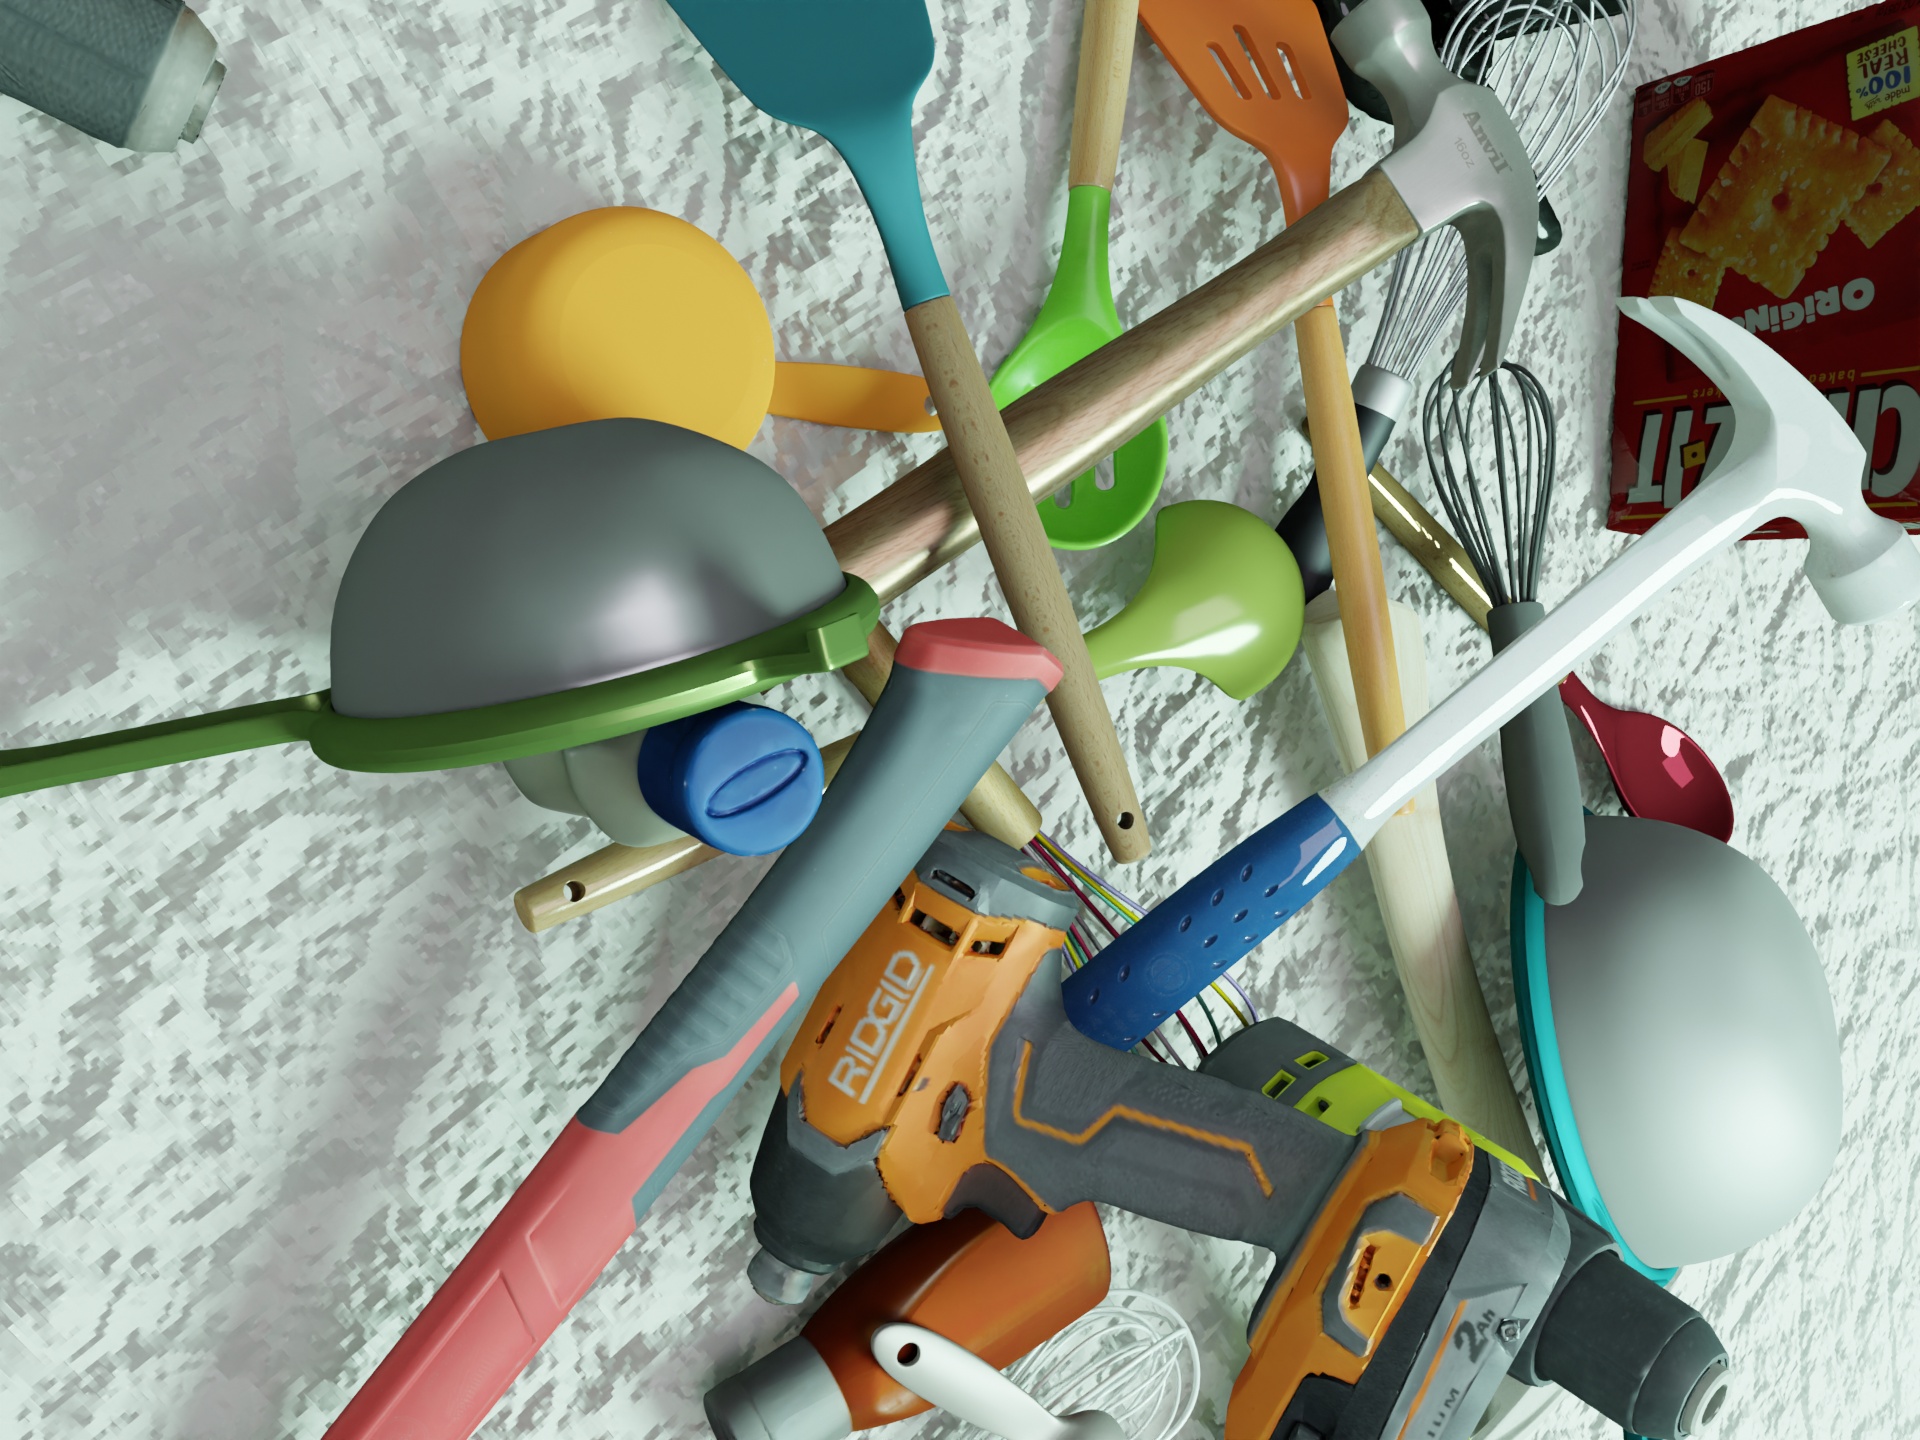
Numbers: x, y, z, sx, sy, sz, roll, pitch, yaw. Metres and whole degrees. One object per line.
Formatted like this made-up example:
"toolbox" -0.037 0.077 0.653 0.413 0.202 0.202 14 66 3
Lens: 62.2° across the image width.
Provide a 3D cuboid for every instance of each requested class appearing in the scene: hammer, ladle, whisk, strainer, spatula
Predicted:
"hammer" 0.135 0.023 0.546 0.405 0.035 0.144 -39 105 3
"hammer" 0.059 -0.112 0.536 0.331 0.031 0.130 -35 93 -9
"ladle" 0.254 -0.034 0.713 0.315 0.031 0.069 38 53 -26
"whisk" 0.227 -0.044 0.648 0.055 0.055 0.239 3 76 -31
"hammer" -0.090 0.136 0.460 0.143 0.038 0.386 39 89 -28
"strainer" -0.151 -0.031 0.410 0.256 0.151 0.069 -12 104 -5
"whisk" 0.031 0.059 0.581 0.244 0.047 0.051 51 58 -20
"spatula" -0.001 -0.104 0.500 0.082 0.044 0.317 -21 95 -11
"ladle" -0.001 -0.002 0.528 0.320 0.062 0.078 -24 93 -31
"whisk" -0.013 0.286 0.569 0.246 0.057 0.059 -28 73 -22
"hammer" 0.206 0.137 0.677 0.146 0.038 0.410 -32 114 -24
"whisk" 0.176 -0.156 0.614 0.070 0.070 0.284 18 101 -31
"spatula" 0.130 -0.124 0.587 0.081 0.041 0.322 -9 89 -21
"strainer" 0.304 0.180 0.635 0.210 0.095 0.341 45 43 -36

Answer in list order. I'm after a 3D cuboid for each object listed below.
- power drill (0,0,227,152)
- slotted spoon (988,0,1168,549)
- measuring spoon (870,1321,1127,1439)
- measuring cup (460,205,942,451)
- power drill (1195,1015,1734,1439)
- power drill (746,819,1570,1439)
"power drill" -0.236 -0.264 0.368 0.185 0.084 0.226 24 86 -31
"slotted spoon" 0.052 -0.215 0.574 0.070 0.031 0.314 6 88 -3
"measuring spoon" 0.016 0.238 0.543 0.124 0.018 0.034 41 79 -26
"measuring cup" -0.063 -0.109 0.499 0.173 0.052 0.095 1 94 -29
"power drill" 0.169 0.237 0.571 0.080 0.191 0.228 -26 125 -30
"power drill" 0.044 0.150 0.485 0.164 0.226 0.084 -62 163 3
